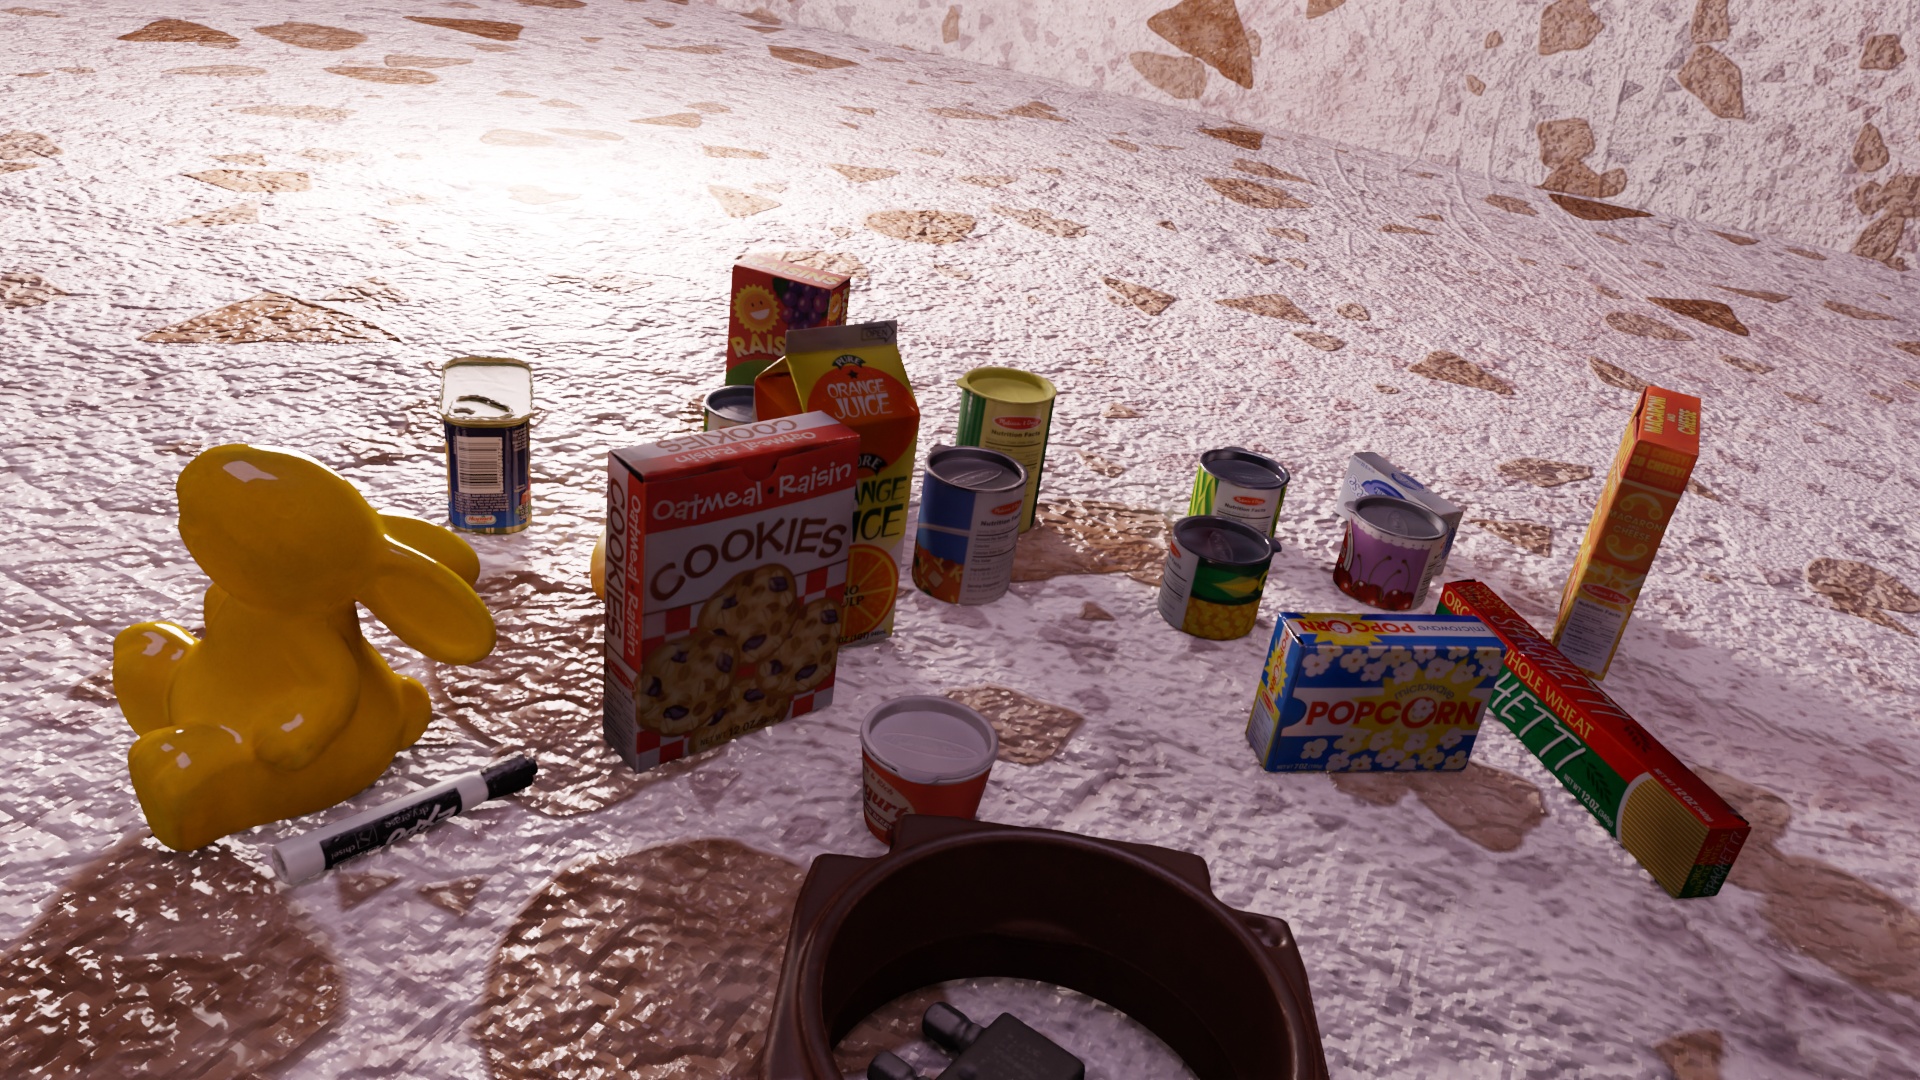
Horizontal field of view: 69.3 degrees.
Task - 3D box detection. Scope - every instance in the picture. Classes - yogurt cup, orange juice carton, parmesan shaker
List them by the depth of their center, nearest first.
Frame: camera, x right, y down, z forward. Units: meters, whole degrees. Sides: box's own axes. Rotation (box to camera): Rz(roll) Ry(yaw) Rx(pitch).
[{"bbox_3d":[-0.018,0.116,0.683,0.072,0.053,0.073,7,28,-3],"label":"yogurt cup"},{"bbox_3d":[-0.077,-0.034,0.802,0.072,0.191,0.073,-9,32,-31],"label":"orange juice carton"},{"bbox_3d":[0.025,-0.063,0.981,0.071,0.102,0.071,7,28,-3],"label":"parmesan shaker"}]

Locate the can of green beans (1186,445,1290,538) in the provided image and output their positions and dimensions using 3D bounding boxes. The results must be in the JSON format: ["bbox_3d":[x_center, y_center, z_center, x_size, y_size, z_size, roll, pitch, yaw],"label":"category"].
[{"bbox_3d":[0.201,-0.028,1.013,0.071,0.057,0.071,7,28,-3],"label":"can of green beans"}]

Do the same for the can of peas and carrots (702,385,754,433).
[{"bbox_3d":[-0.151,-0.073,0.997,0.071,0.058,0.071,7,28,-3],"label":"can of peas and carrots"}]

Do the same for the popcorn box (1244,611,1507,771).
[{"bbox_3d":[0.232,0.085,0.780,0.127,0.084,0.038,2,28,-13],"label":"popcorn box"}]

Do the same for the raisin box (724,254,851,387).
[{"bbox_3d":[-0.135,-0.151,1.079,0.086,0.122,0.040,16,28,15],"label":"raisin box"}]

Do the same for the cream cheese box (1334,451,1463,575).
[{"bbox_3d":[0.327,-0.021,1.041,0.024,0.053,0.104,-5,31,-25],"label":"cream cheese box"}]

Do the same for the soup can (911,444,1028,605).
[{"bbox_3d":[0.003,-0.011,0.898,0.071,0.083,0.072,7,28,-3],"label":"soup can"}]

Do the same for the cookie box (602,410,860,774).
[{"bbox_3d":[-0.117,0.025,0.706,0.123,0.166,0.040,-16,36,-38],"label":"cookie box"}]

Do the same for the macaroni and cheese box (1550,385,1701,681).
[{"bbox_3d":[0.443,-0.007,0.928,0.040,0.165,0.124,20,29,20],"label":"macaroni and cheese box"}]

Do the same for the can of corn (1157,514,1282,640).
[{"bbox_3d":[0.168,0.024,0.905,0.071,0.058,0.071,7,28,-3],"label":"can of corn"}]

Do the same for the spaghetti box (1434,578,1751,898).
[{"bbox_3d":[0.355,0.105,0.815,0.029,0.050,0.251,0,29,-17],"label":"spaghetti box"}]

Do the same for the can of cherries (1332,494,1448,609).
[{"bbox_3d":[0.298,0.007,0.974,0.071,0.058,0.072,7,28,-3],"label":"can of cherries"}]
